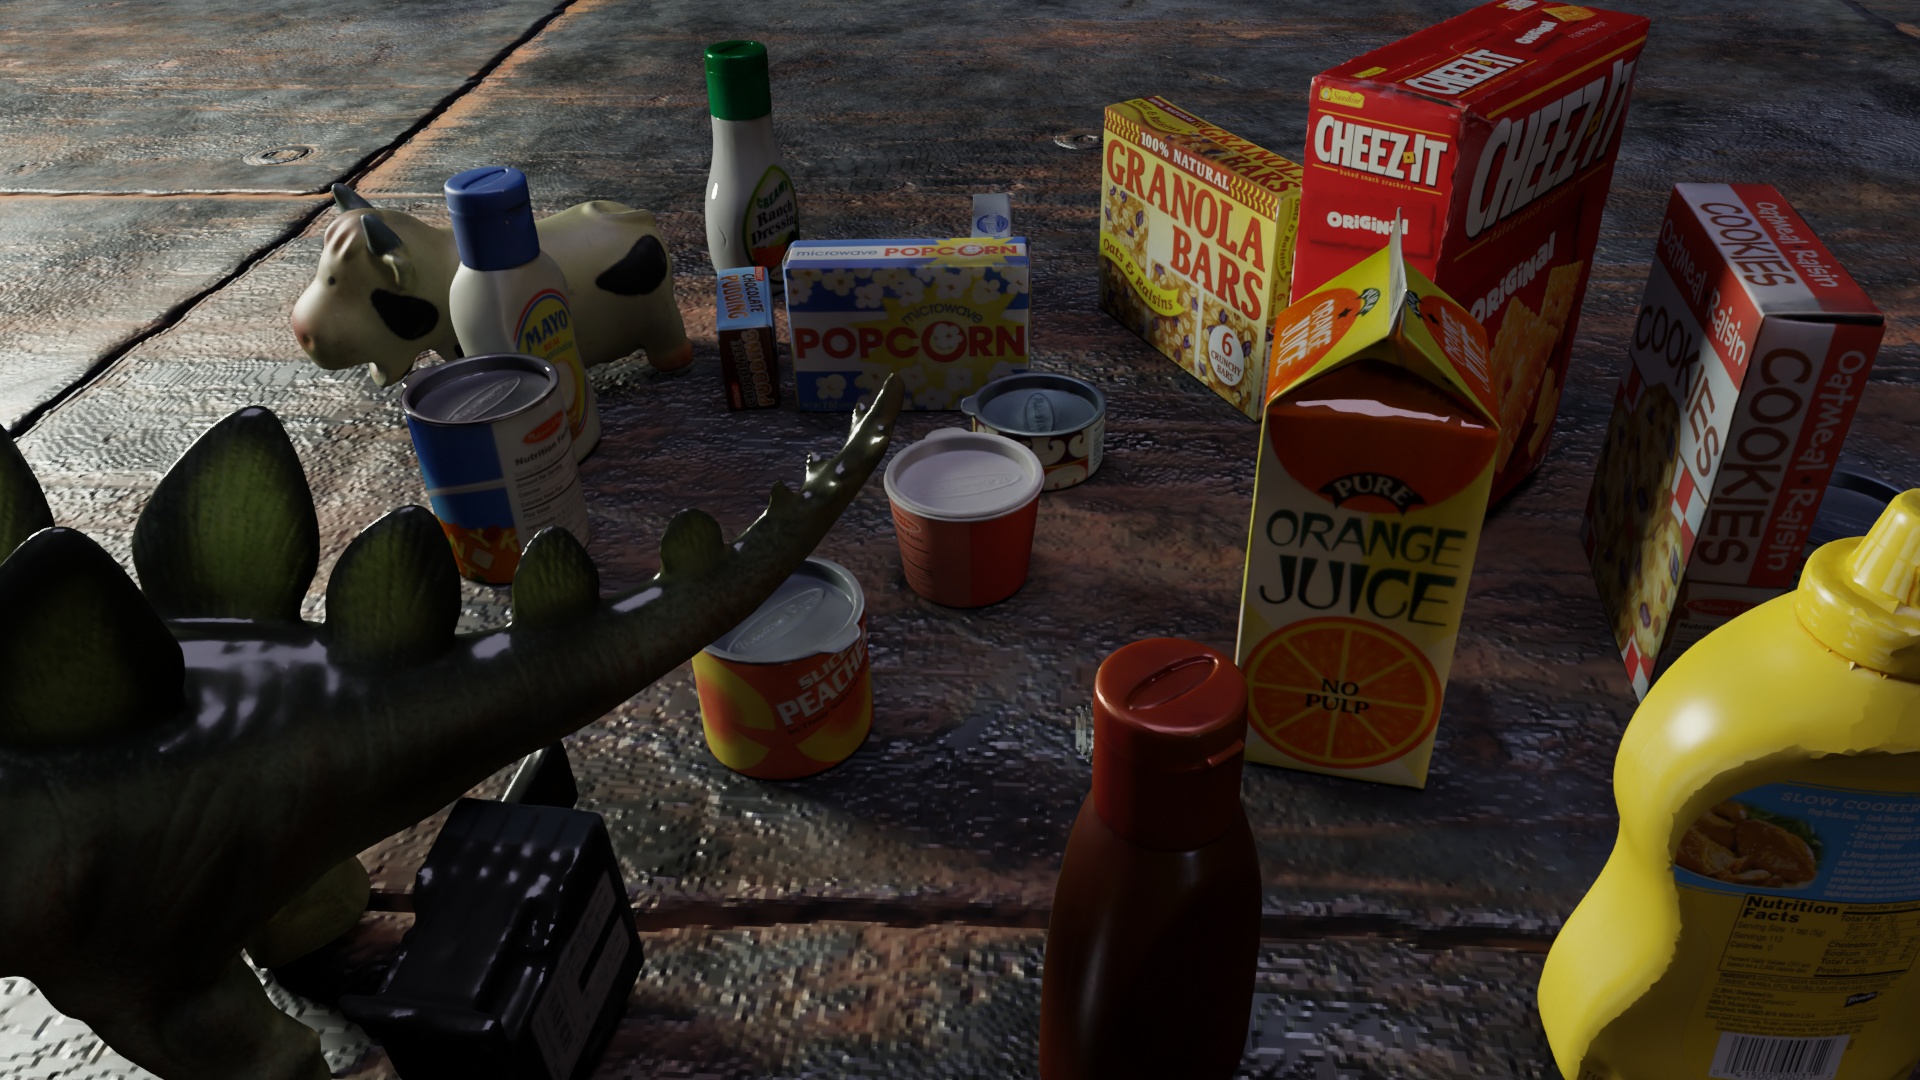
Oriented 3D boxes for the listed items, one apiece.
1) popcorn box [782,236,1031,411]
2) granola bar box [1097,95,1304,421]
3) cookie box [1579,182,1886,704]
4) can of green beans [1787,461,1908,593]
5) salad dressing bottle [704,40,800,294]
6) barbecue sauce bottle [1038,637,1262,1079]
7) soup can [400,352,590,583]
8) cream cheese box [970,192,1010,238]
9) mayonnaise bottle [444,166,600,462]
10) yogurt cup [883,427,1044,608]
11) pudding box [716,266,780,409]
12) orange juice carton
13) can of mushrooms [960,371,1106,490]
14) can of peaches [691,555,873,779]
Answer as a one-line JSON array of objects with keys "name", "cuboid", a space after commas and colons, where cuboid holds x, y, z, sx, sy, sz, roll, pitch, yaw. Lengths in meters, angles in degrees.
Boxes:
[{"name": "popcorn box", "cuboid": [-0.026, -0.113, 0.731, 0.127, 0.084, 0.038, 0, 34, 2]}, {"name": "granola bar box", "cuboid": [0.133, -0.157, 0.754, 0.039, 0.123, 0.166, -16, 37, -20]}, {"name": "cookie box", "cuboid": [0.287, -0.037, 0.532, 0.040, 0.166, 0.123, 4, 35, 9]}, {"name": "can of green beans", "cuboid": [0.345, 0.010, 0.558, 0.071, 0.057, 0.071, -1, 34, 1]}, {"name": "salad dressing bottle", "cuboid": [-0.129, -0.224, 0.844, 0.044, 0.146, 0.064, 20, 40, 29]}, {"name": "barbecue sauce bottle", "cuboid": [0.052, 0.094, 0.366, 0.065, 0.147, 0.044, -23, 40, -29]}, {"name": "soup can", "cuboid": [-0.208, -0.033, 0.622, 0.071, 0.083, 0.072, -1, 34, 1]}, {"name": "cream cheese box", "cuboid": [0.018, -0.165, 0.834, 0.024, 0.053, 0.104, 0, 34, 2]}, {"name": "mayonnaise bottle", "cuboid": [-0.213, -0.102, 0.667, 0.041, 0.147, 0.065, 13, 37, 21]}, {"name": "yogurt cup", "cuboid": [0.002, -0.008, 0.602, 0.072, 0.053, 0.073, -1, 34, 1]}, {"name": "pudding box", "cuboid": [-0.117, -0.113, 0.766, 0.030, 0.049, 0.084, -6, 34, -6]}, {"name": "orange juice carton", "cuboid": [0.138, -0.012, 0.480, 0.073, 0.191, 0.072, 7, 35, 13]}, {"name": "can of mushrooms", "cuboid": [0.036, -0.055, 0.688, 0.071, 0.033, 0.071, -1, 34, 1]}, {"name": "can of peaches", "cuboid": [-0.065, 0.048, 0.520, 0.071, 0.057, 0.071, -1, 34, 1]}]
